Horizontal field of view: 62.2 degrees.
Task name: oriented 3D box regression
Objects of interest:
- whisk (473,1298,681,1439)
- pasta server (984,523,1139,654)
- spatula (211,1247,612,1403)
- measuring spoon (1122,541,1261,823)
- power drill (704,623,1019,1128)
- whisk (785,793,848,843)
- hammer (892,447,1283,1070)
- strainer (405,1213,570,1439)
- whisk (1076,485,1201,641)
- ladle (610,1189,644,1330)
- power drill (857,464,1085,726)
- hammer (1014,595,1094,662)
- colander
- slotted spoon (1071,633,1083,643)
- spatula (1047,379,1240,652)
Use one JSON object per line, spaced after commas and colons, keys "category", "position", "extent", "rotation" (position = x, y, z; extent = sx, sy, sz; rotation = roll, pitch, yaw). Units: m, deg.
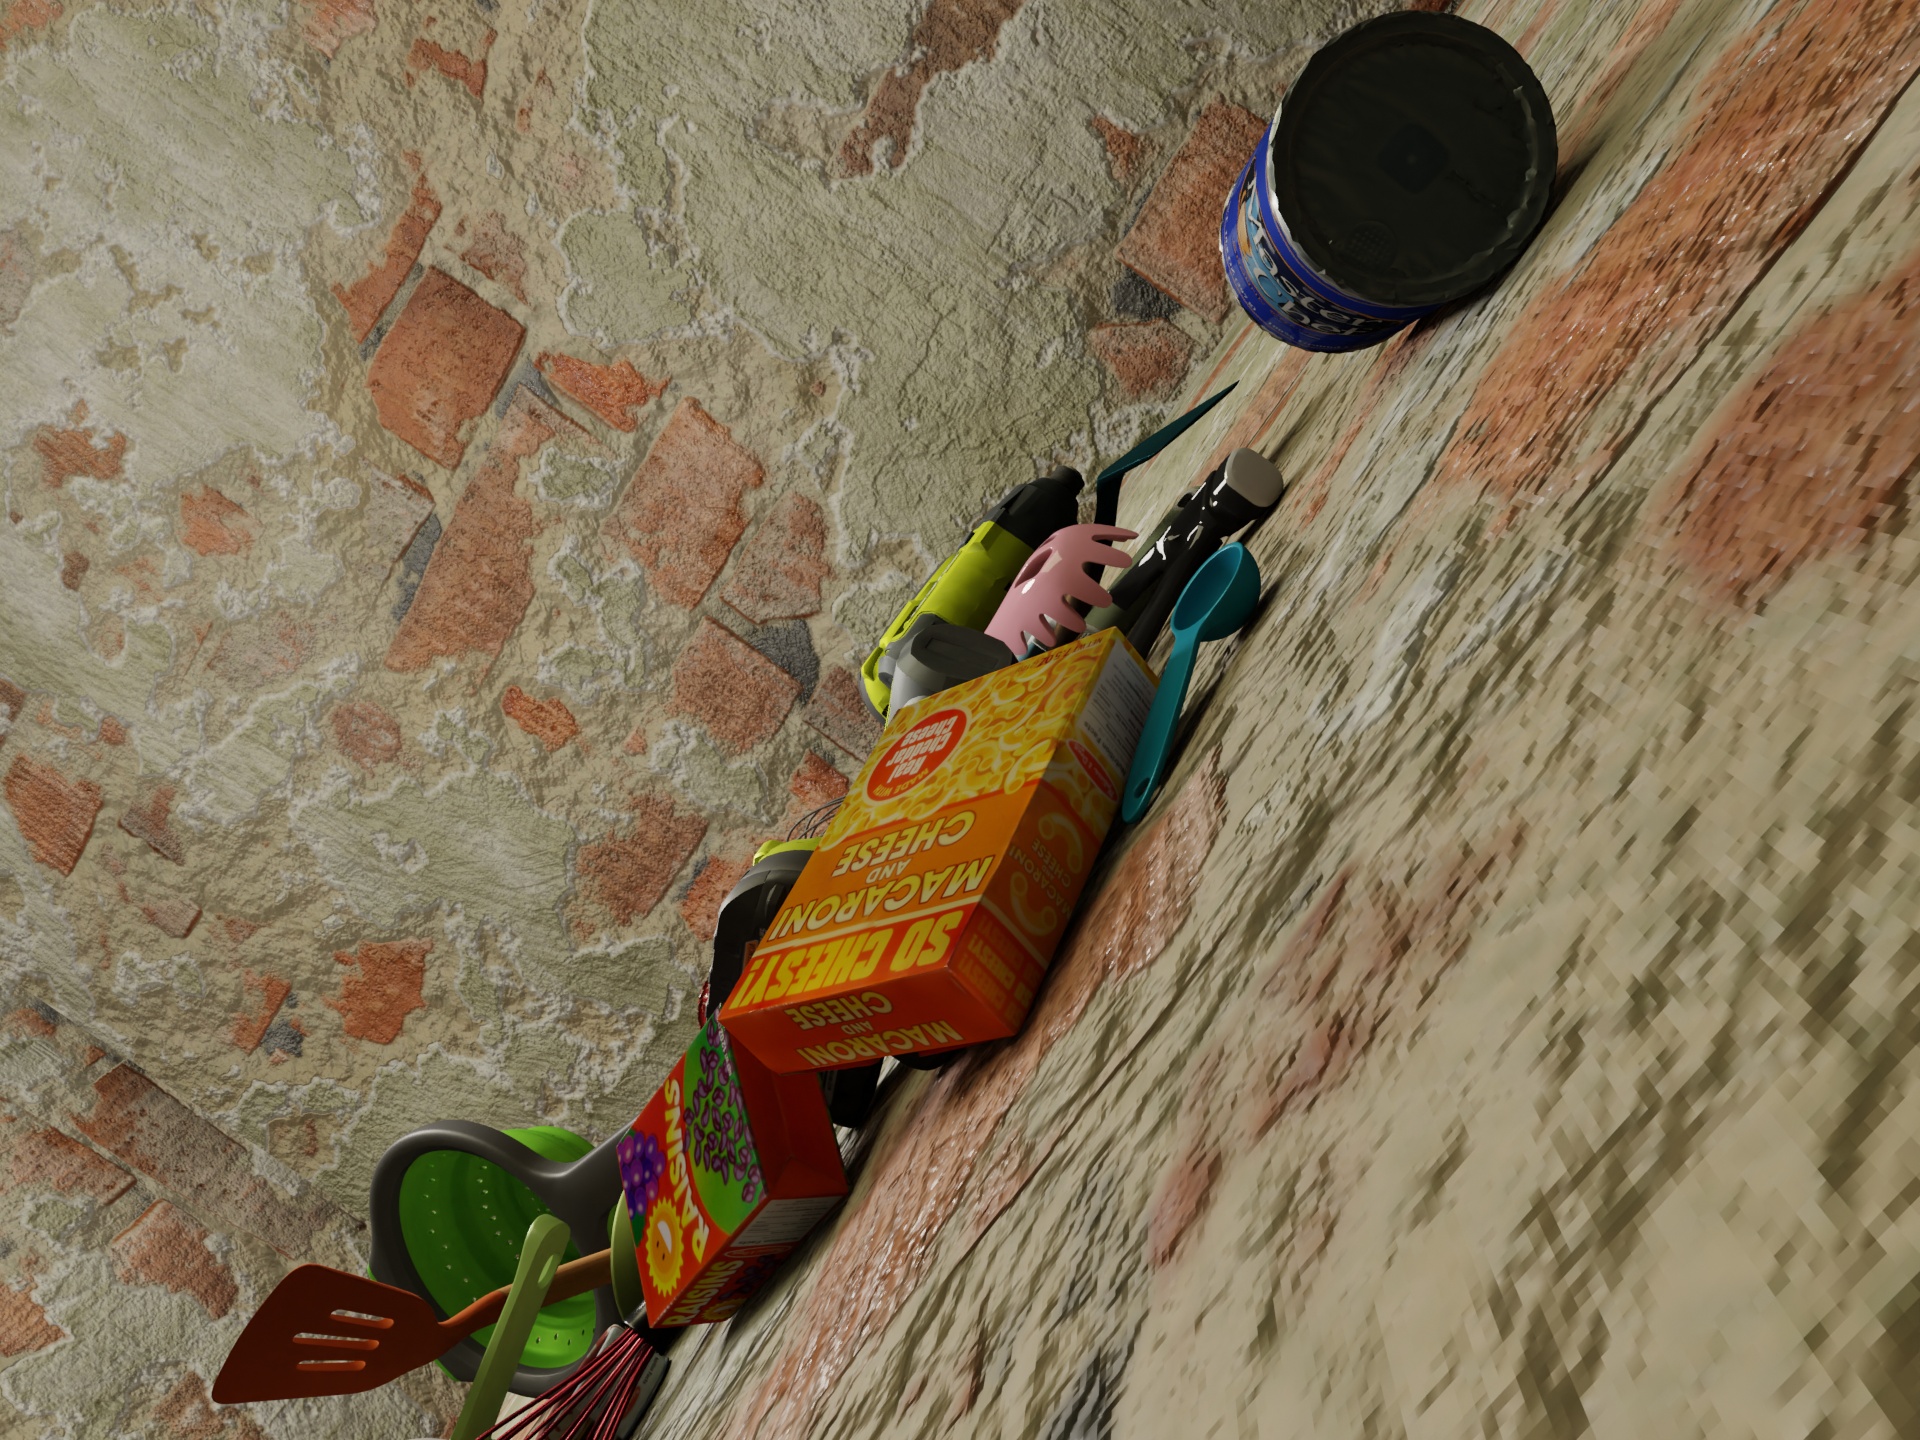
{"category": "whisk", "position": [-0.154, 0.289, 0.702], "extent": [0.296, 0.073, 0.073], "rotation": [-49, -1, -26]}
{"category": "pasta server", "position": [-0.001, -0.003, 0.876], "extent": [0.316, 0.040, 0.060], "rotation": [-52, 13, 44]}
{"category": "spatula", "position": [-0.228, 0.290, 0.822], "extent": [0.081, 0.041, 0.322], "rotation": [-56, -23, 10]}
{"category": "measuring spoon", "position": [0.086, -0.011, 0.582], "extent": [0.042, 0.021, 0.129], "rotation": [-36, 26, 55]}
{"category": "power drill", "position": [-0.039, 0.083, 0.766], "extent": [0.229, 0.080, 0.190], "rotation": [-58, -17, -55]}
{"category": "whisk", "position": [-0.025, 0.041, 1.084], "extent": [0.239, 0.055, 0.055], "rotation": [-34, 9, 19]}
{"category": "hammer", "position": [0.049, 0.015, 0.695], "extent": [0.337, 0.034, 0.127], "rotation": [-57, 3, -38]}
{"category": "strainer", "position": [-0.255, 0.341, 0.734], "extent": [0.256, 0.069, 0.151], "rotation": [-68, -21, -4]}
{"category": "whisk", "position": [0.075, -0.041, 0.919], "extent": [0.246, 0.059, 0.058], "rotation": [-52, 39, -12]}
{"category": "ladle", "position": [-0.223, 0.379, 0.839], "extent": [0.320, 0.062, 0.078], "rotation": [-58, -10, 7]}
{"category": "power drill", "position": [0.007, -0.069, 1.023], "extent": [0.171, 0.080, 0.223], "rotation": [-54, 3, -12]}
{"category": "hammer", "position": [-0.011, 0.040, 1.159], "extent": [0.331, 0.033, 0.128], "rotation": [-53, 2, -3]}
{"category": "colander", "position": [-0.240, 0.300, 1.036], "extent": [0.397, 0.204, 0.094], "rotation": [-41, -2, 32]}
{"category": "slotted spoon", "position": [0.018, 0.019, 0.956], "extent": [0.314, 0.031, 0.070], "rotation": [-47, -5, -21]}
{"category": "spatula", "position": [0.089, -0.091, 0.980], "extent": [0.082, 0.044, 0.317], "rotation": [-43, -17, -31]}
